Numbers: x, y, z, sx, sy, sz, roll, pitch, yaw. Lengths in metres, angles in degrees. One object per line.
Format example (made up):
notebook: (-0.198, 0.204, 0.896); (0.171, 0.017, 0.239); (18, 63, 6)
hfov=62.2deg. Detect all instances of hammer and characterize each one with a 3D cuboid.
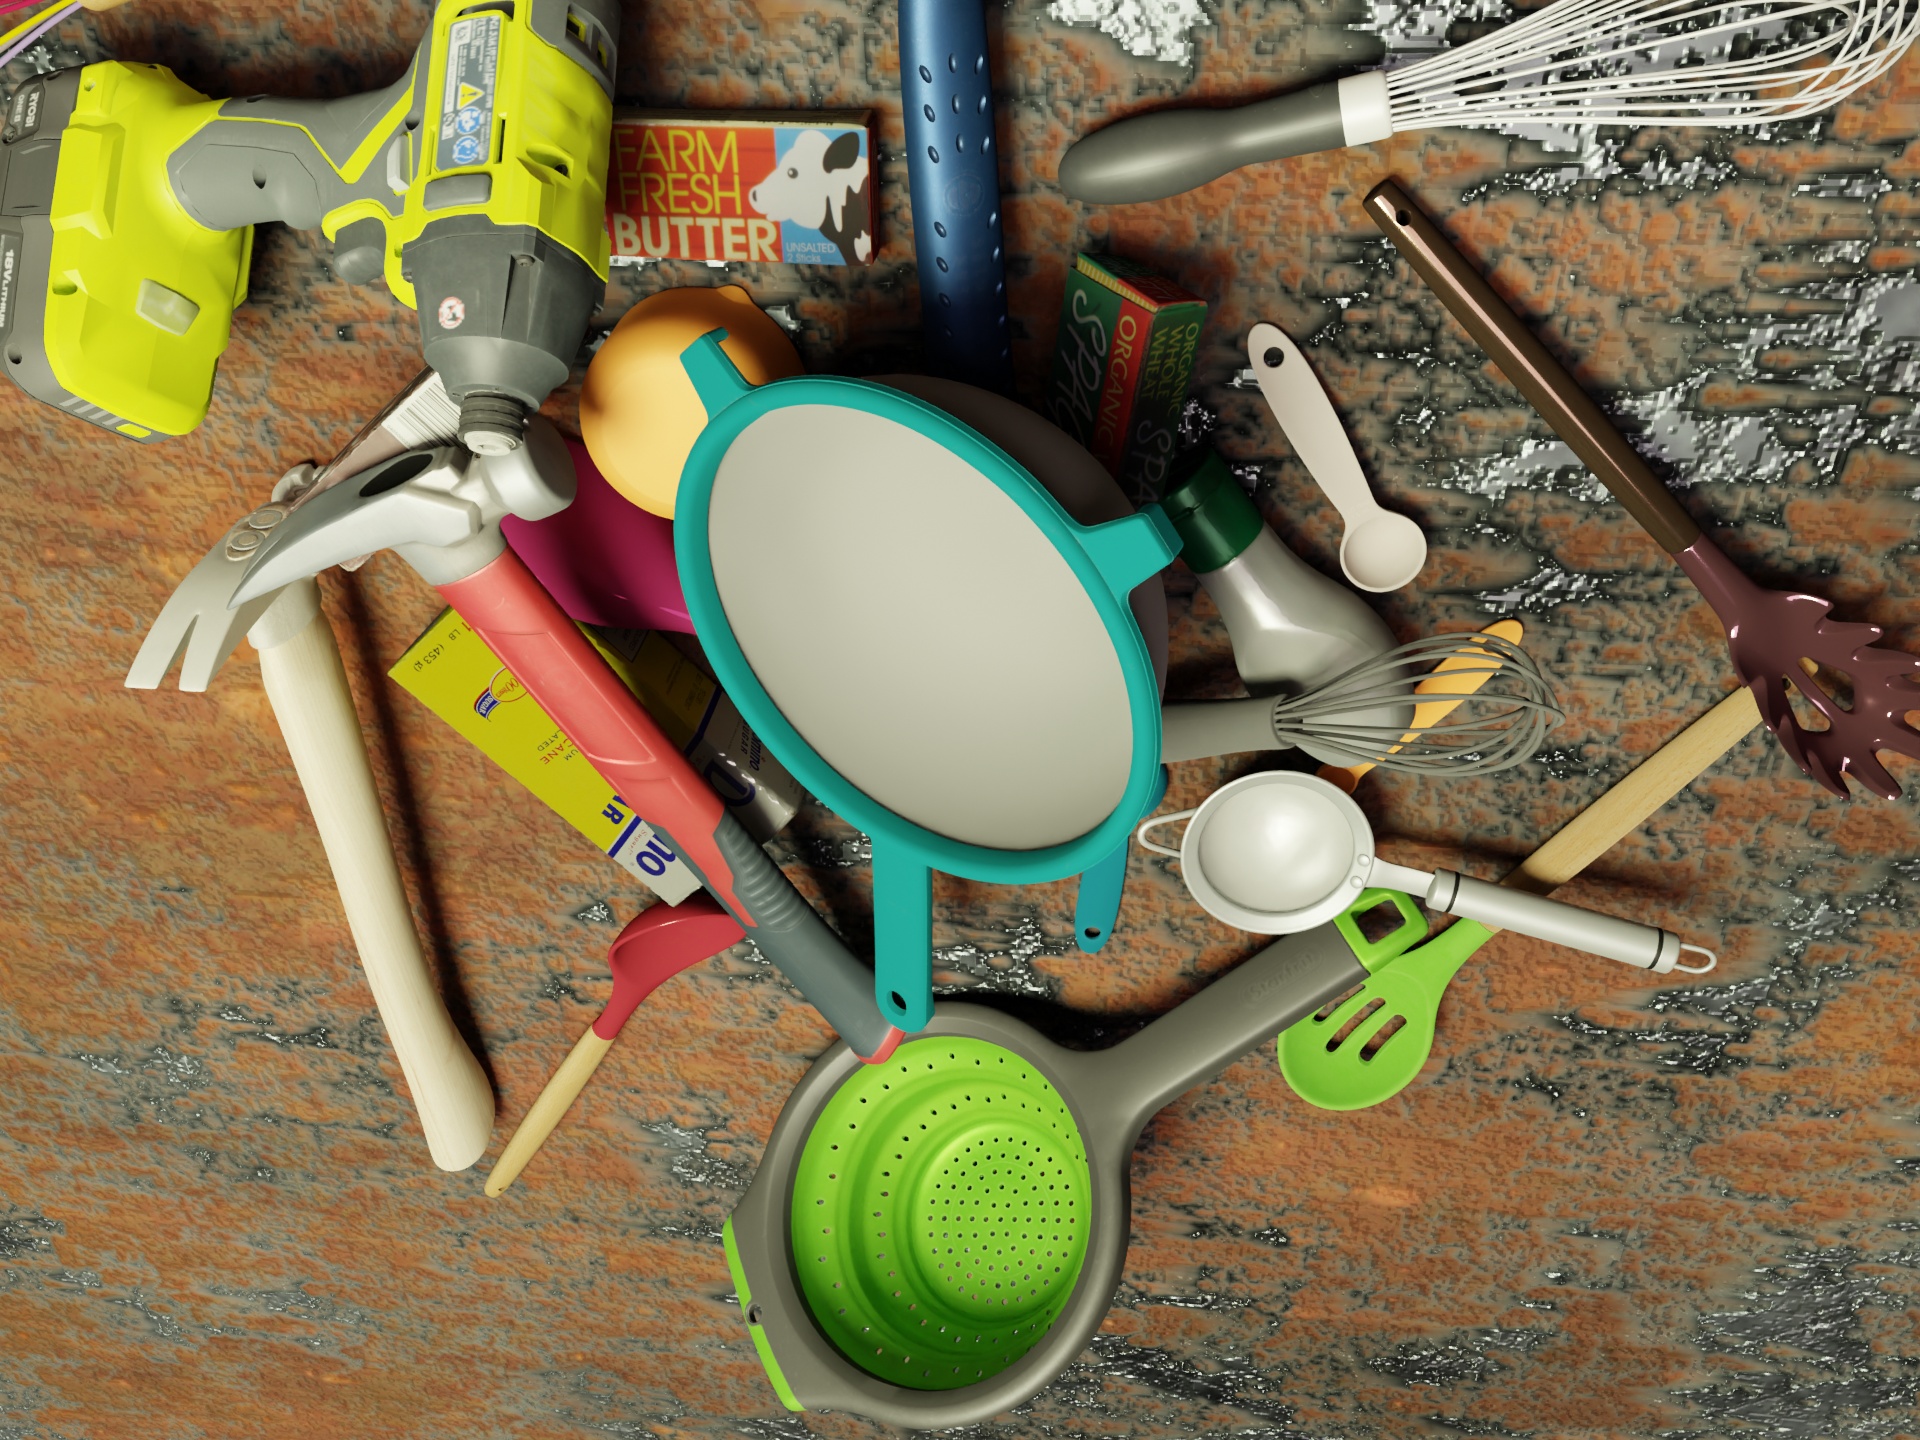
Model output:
hammer: (-0.015, -0.263, 0.520); (0.144, 0.035, 0.405); (-17, 129, -15)
hammer: (-0.137, 0.042, 0.698); (0.143, 0.038, 0.385); (-19, 131, 16)
hammer: (-0.288, 0.090, 0.771); (0.038, 0.146, 0.410); (3, 129, 6)

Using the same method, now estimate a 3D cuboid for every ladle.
ladle: (-0.204, 0.184, 0.874); (0.069, 0.031, 0.315); (6, 137, -38)

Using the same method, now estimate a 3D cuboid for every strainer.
strainer: (0.208, 0.074, 0.715); (0.258, 0.050, 0.086); (16, 119, 6)
strainer: (-0.001, -0.002, 0.643); (0.211, 0.095, 0.340); (26, 139, 23)

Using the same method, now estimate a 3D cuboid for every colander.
colander: (0.068, 0.209, 0.810); (0.397, 0.205, 0.094); (-35, 148, 11)

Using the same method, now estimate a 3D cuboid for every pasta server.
pasta server: (0.264, -0.086, 0.607); (0.316, 0.040, 0.060); (43, 99, -13)

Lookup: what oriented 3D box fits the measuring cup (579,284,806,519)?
measuring cup: (-0.070, -0.108, 0.644); (0.173, 0.052, 0.095); (23, 124, -4)

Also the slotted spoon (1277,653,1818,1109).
slotted spoon: (0.262, 0.078, 0.733); (0.070, 0.031, 0.313); (41, 119, 0)

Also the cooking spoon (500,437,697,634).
cooking spoon: (-0.076, -0.024, 0.710); (0.318, 0.017, 0.069); (33, 81, -19)

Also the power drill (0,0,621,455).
power drill: (-0.228, -0.170, 0.559); (0.223, 0.080, 0.171); (-2, 79, 20)

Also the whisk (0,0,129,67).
whisk: (-0.328, -0.262, 0.567); (0.245, 0.047, 0.051); (-5, 137, 23)

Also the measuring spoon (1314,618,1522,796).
measuring spoon: (0.200, -0.006, 0.699); (0.021, 0.011, 0.117); (34, 118, -18)

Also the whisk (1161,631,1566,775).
whisk: (0.128, 0.001, 0.639); (0.239, 0.055, 0.055); (-6, 128, 48)

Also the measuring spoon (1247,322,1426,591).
measuring spoon: (0.148, -0.107, 0.638); (0.034, 0.018, 0.124); (-28, 109, 18)

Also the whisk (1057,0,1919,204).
whisk: (0.170, -0.216, 0.538); (0.284, 0.070, 0.070); (-6, 123, 19)

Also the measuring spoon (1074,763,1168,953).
measuring spoon: (0.070, 0.068, 0.759); (0.042, 0.021, 0.128); (9, 124, 3)
